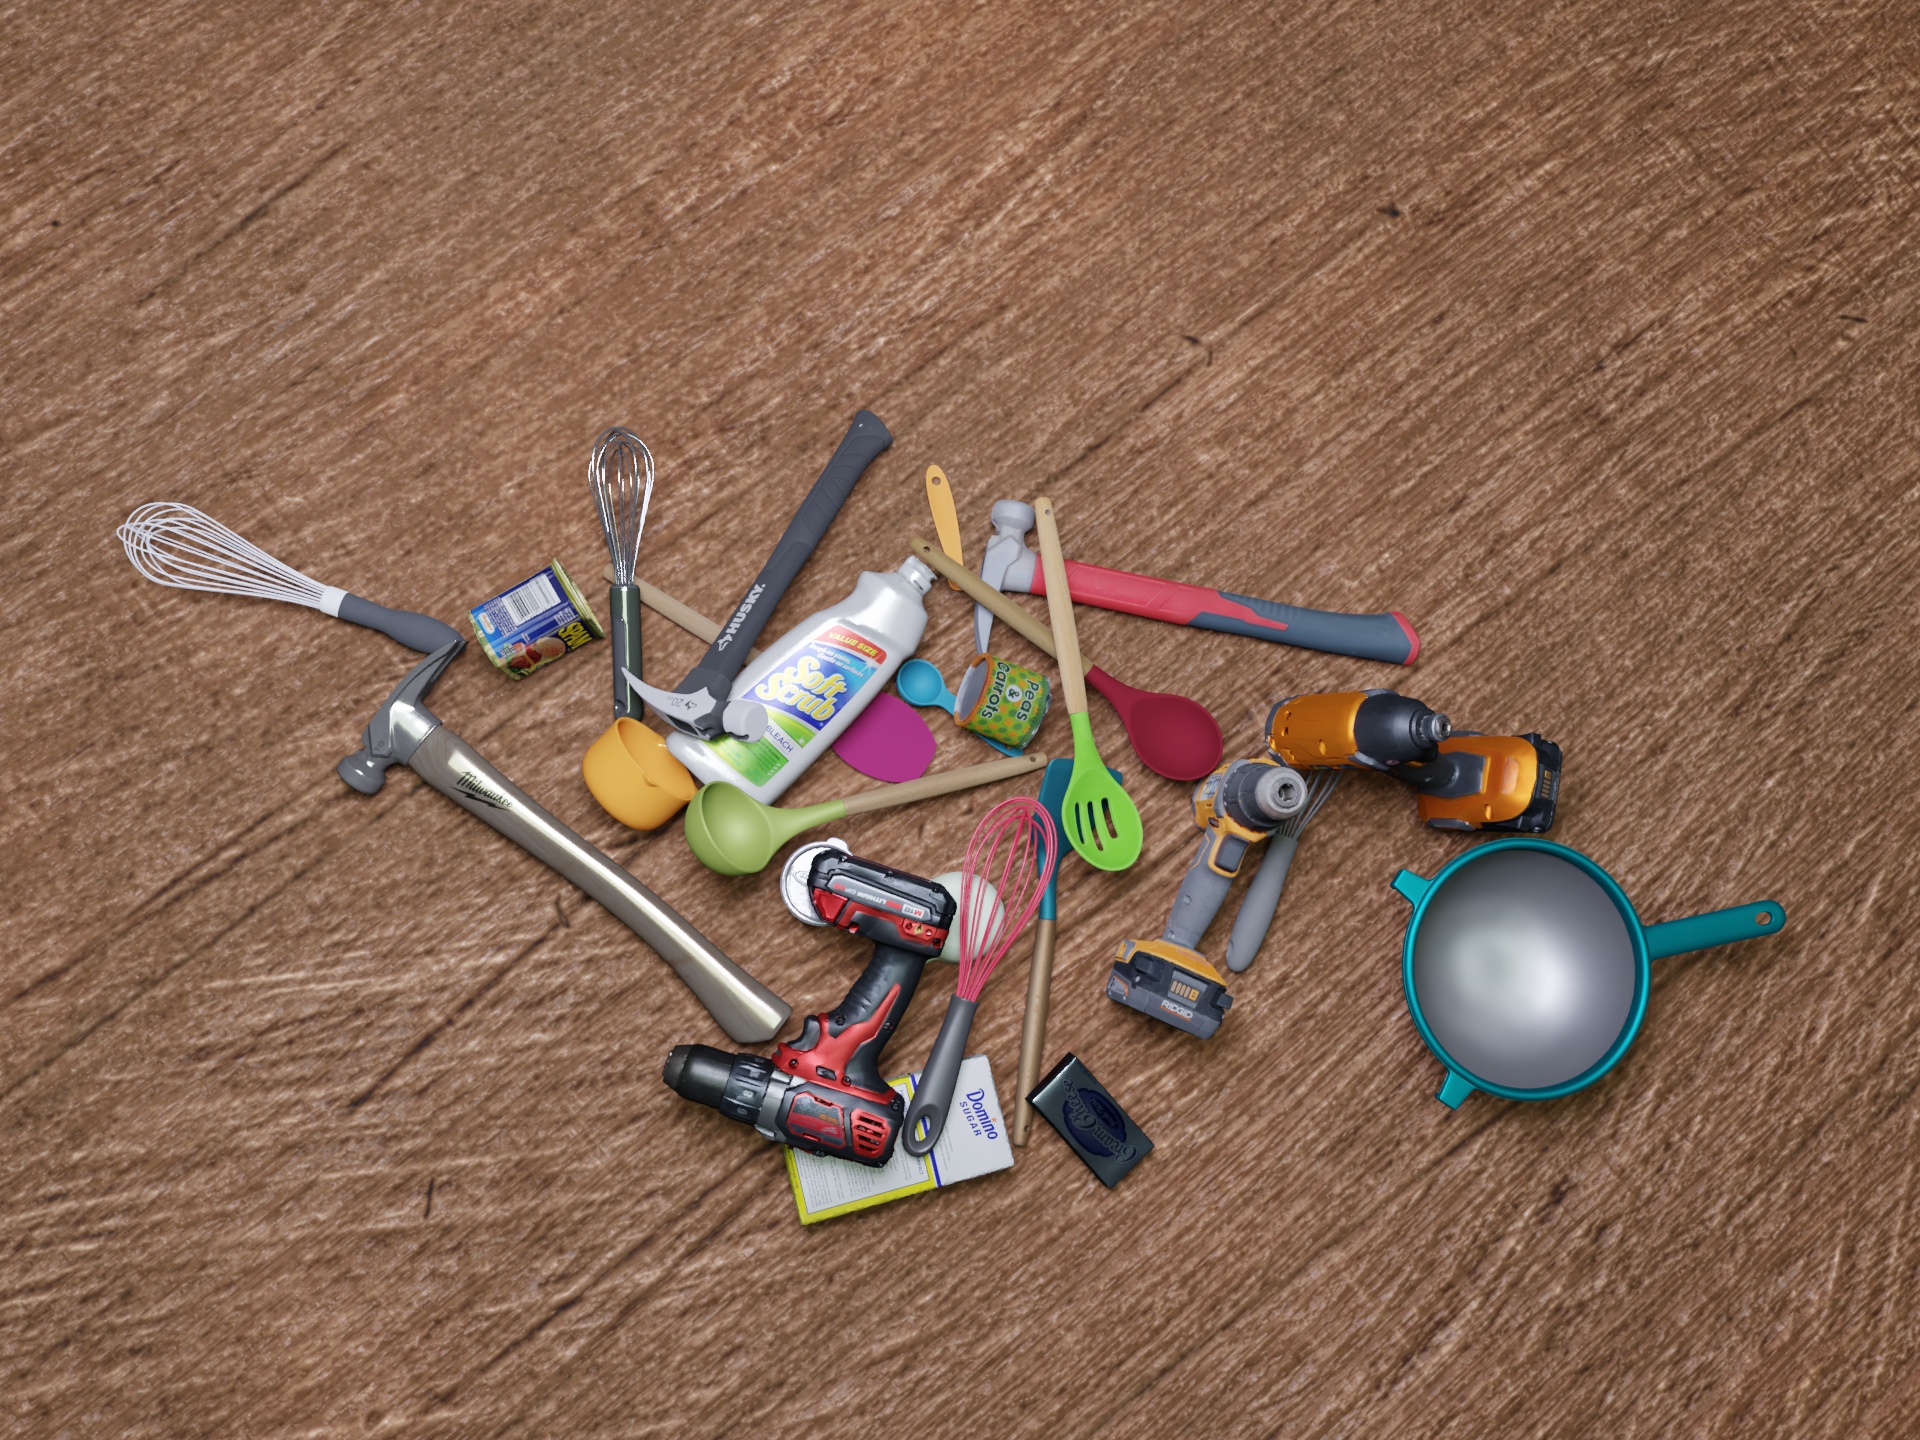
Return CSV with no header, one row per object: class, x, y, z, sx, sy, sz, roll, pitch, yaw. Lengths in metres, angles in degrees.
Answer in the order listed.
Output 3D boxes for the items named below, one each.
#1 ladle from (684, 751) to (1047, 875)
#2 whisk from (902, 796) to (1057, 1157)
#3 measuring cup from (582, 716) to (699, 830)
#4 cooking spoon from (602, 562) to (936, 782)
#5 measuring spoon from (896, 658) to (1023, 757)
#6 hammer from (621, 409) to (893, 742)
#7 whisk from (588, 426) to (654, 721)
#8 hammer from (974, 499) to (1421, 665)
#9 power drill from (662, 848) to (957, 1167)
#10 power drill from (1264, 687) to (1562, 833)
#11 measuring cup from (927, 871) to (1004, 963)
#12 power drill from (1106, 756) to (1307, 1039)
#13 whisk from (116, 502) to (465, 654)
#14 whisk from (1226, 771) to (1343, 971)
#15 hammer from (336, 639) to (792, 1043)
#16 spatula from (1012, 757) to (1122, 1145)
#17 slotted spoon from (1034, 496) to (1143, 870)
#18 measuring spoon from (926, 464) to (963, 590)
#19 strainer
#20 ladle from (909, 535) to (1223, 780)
ladle,-0.068,0.060,1.281,0.320,0.062,0.078,-13,70,-24
whisk,0.009,0.202,1.261,0.073,0.073,0.296,19,84,-3
measuring cup,-0.235,0.075,1.294,0.052,0.095,0.173,-39,109,10
cooking spoon,-0.163,-0.046,1.342,0.319,0.017,0.069,31,90,0
measuring spoon,-0.002,-0.004,1.355,0.128,0.021,0.042,36,58,-8
hammer,-0.150,-0.129,1.312,0.146,0.035,0.335,10,60,34
whisk,-0.277,-0.118,1.311,0.059,0.058,0.246,-6,97,-50
hammer,0.205,-0.083,1.376,0.386,0.038,0.143,11,81,-4
power drill,-0.112,0.215,1.226,0.188,0.080,0.227,18,87,-2
power drill,0.380,0.030,1.278,0.226,0.164,0.084,18,78,-30
measuring cup,-0.032,0.192,1.305,0.167,0.038,0.083,-43,87,-13
power drill,0.204,0.135,1.268,0.084,0.185,0.226,24,82,-3
whisk,-0.542,-0.109,1.299,0.284,0.070,0.070,20,79,-7
whisk,0.274,0.101,1.352,0.055,0.055,0.239,23,84,-2
hammer,-0.298,0.110,1.282,0.410,0.038,0.146,39,93,-1
spatula,0.074,0.191,1.313,0.082,0.044,0.317,13,80,-37
slotted spoon,0.094,-0.031,1.303,0.070,0.031,0.314,-6,82,-24
measuring spoon,-0.012,-0.167,1.383,0.021,0.011,0.117,-12,79,-7
strainer,0.515,0.194,1.335,0.340,0.095,0.211,-10,85,-9
ladle,0.086,-0.056,1.330,0.315,0.031,0.069,37,82,-2
